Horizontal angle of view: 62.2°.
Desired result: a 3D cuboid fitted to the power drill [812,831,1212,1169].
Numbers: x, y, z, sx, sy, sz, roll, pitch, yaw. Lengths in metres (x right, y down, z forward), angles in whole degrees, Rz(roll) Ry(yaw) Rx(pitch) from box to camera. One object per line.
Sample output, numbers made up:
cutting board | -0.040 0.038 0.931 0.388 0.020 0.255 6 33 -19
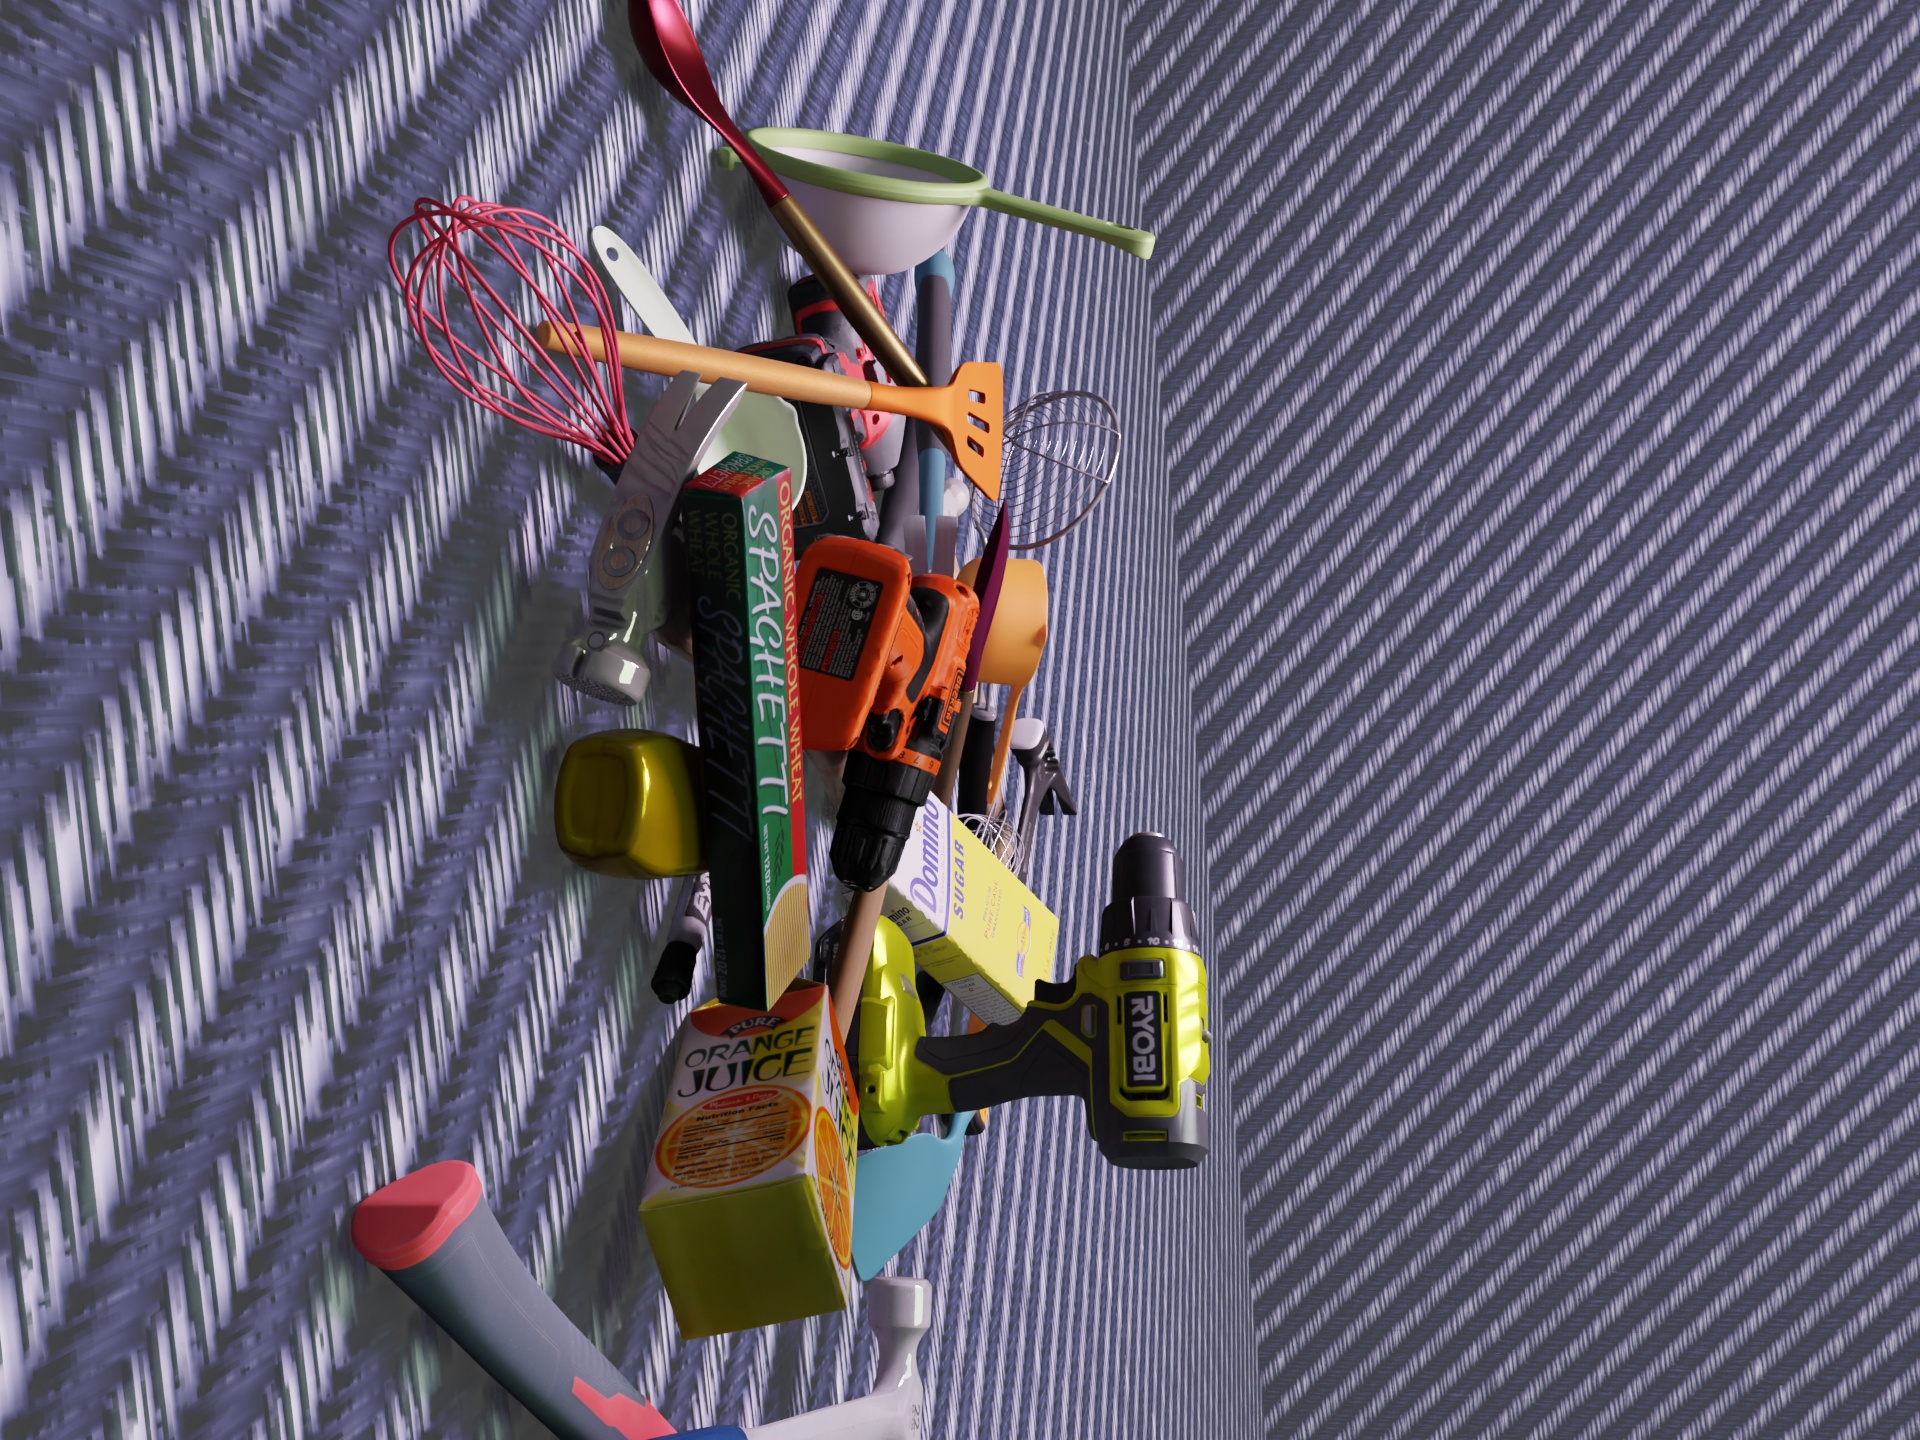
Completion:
power drill | 0.032 0.165 0.935 0.080 0.228 0.191 55 33 -61

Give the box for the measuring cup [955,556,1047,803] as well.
measuring cup | 0.015 -0.028 1.090 0.095 0.052 0.173 -133 -128 -71

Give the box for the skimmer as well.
skimmer | 0.047 -0.065 1.192 0.127 0.090 0.363 40 -45 46

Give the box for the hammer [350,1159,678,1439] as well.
hammer | -0.136 0.304 0.633 0.143 0.038 0.385 -79 158 -43

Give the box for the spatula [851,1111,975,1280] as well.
spatula | -0.002 0.250 1.084 0.317 0.044 0.082 -49 131 -64

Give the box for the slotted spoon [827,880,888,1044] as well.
slotted spoon | -0.052 0.098 0.926 0.070 0.031 0.314 115 -10 -69

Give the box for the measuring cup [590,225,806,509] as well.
measuring cup | -0.142 -0.169 0.798 0.167 0.038 0.083 56 49 -25

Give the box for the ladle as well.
ladle | -0.082 -0.263 0.869 0.315 0.031 0.069 52 22 -23

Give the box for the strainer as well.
strainer | -0.012 -0.296 0.963 0.151 0.256 0.069 -55 161 -61

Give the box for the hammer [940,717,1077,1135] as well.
hammer | 0.037 0.167 1.254 0.127 0.034 0.337 66 31 -49

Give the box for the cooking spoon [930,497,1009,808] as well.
cooking spoon | -0.002 -0.003 1.040 0.069 0.017 0.318 -85 -173 -52

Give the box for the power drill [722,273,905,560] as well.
power drill | -0.080 -0.181 0.954 0.220 0.078 0.143 -73 153 -62

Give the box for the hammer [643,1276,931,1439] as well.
hammer | -0.089 0.312 0.659 0.405 0.035 0.144 44 45 -65

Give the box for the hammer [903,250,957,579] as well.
hammer | -0.020 -0.187 1.086 0.128 0.033 0.331 92 -2 -60

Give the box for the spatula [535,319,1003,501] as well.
spatula | -0.074 -0.167 0.808 0.322 0.041 0.081 0 92 -45

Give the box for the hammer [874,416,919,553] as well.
hammer | -0.050 -0.128 1.113 0.335 0.035 0.146 -80 159 -45

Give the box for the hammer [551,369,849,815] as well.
hammer | -0.091 -0.026 0.835 0.410 0.038 0.146 56 51 -70

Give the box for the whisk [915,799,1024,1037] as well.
whisk | -0.010 0.157 1.126 0.285 0.070 0.070 -67 148 -51

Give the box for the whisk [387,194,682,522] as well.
whisk | -0.155 -0.126 0.685 0.295 0.073 0.073 60 28 -68

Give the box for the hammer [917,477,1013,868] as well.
hammer | 0.006 -0.022 1.287 0.130 0.031 0.331 -60 142 -66
